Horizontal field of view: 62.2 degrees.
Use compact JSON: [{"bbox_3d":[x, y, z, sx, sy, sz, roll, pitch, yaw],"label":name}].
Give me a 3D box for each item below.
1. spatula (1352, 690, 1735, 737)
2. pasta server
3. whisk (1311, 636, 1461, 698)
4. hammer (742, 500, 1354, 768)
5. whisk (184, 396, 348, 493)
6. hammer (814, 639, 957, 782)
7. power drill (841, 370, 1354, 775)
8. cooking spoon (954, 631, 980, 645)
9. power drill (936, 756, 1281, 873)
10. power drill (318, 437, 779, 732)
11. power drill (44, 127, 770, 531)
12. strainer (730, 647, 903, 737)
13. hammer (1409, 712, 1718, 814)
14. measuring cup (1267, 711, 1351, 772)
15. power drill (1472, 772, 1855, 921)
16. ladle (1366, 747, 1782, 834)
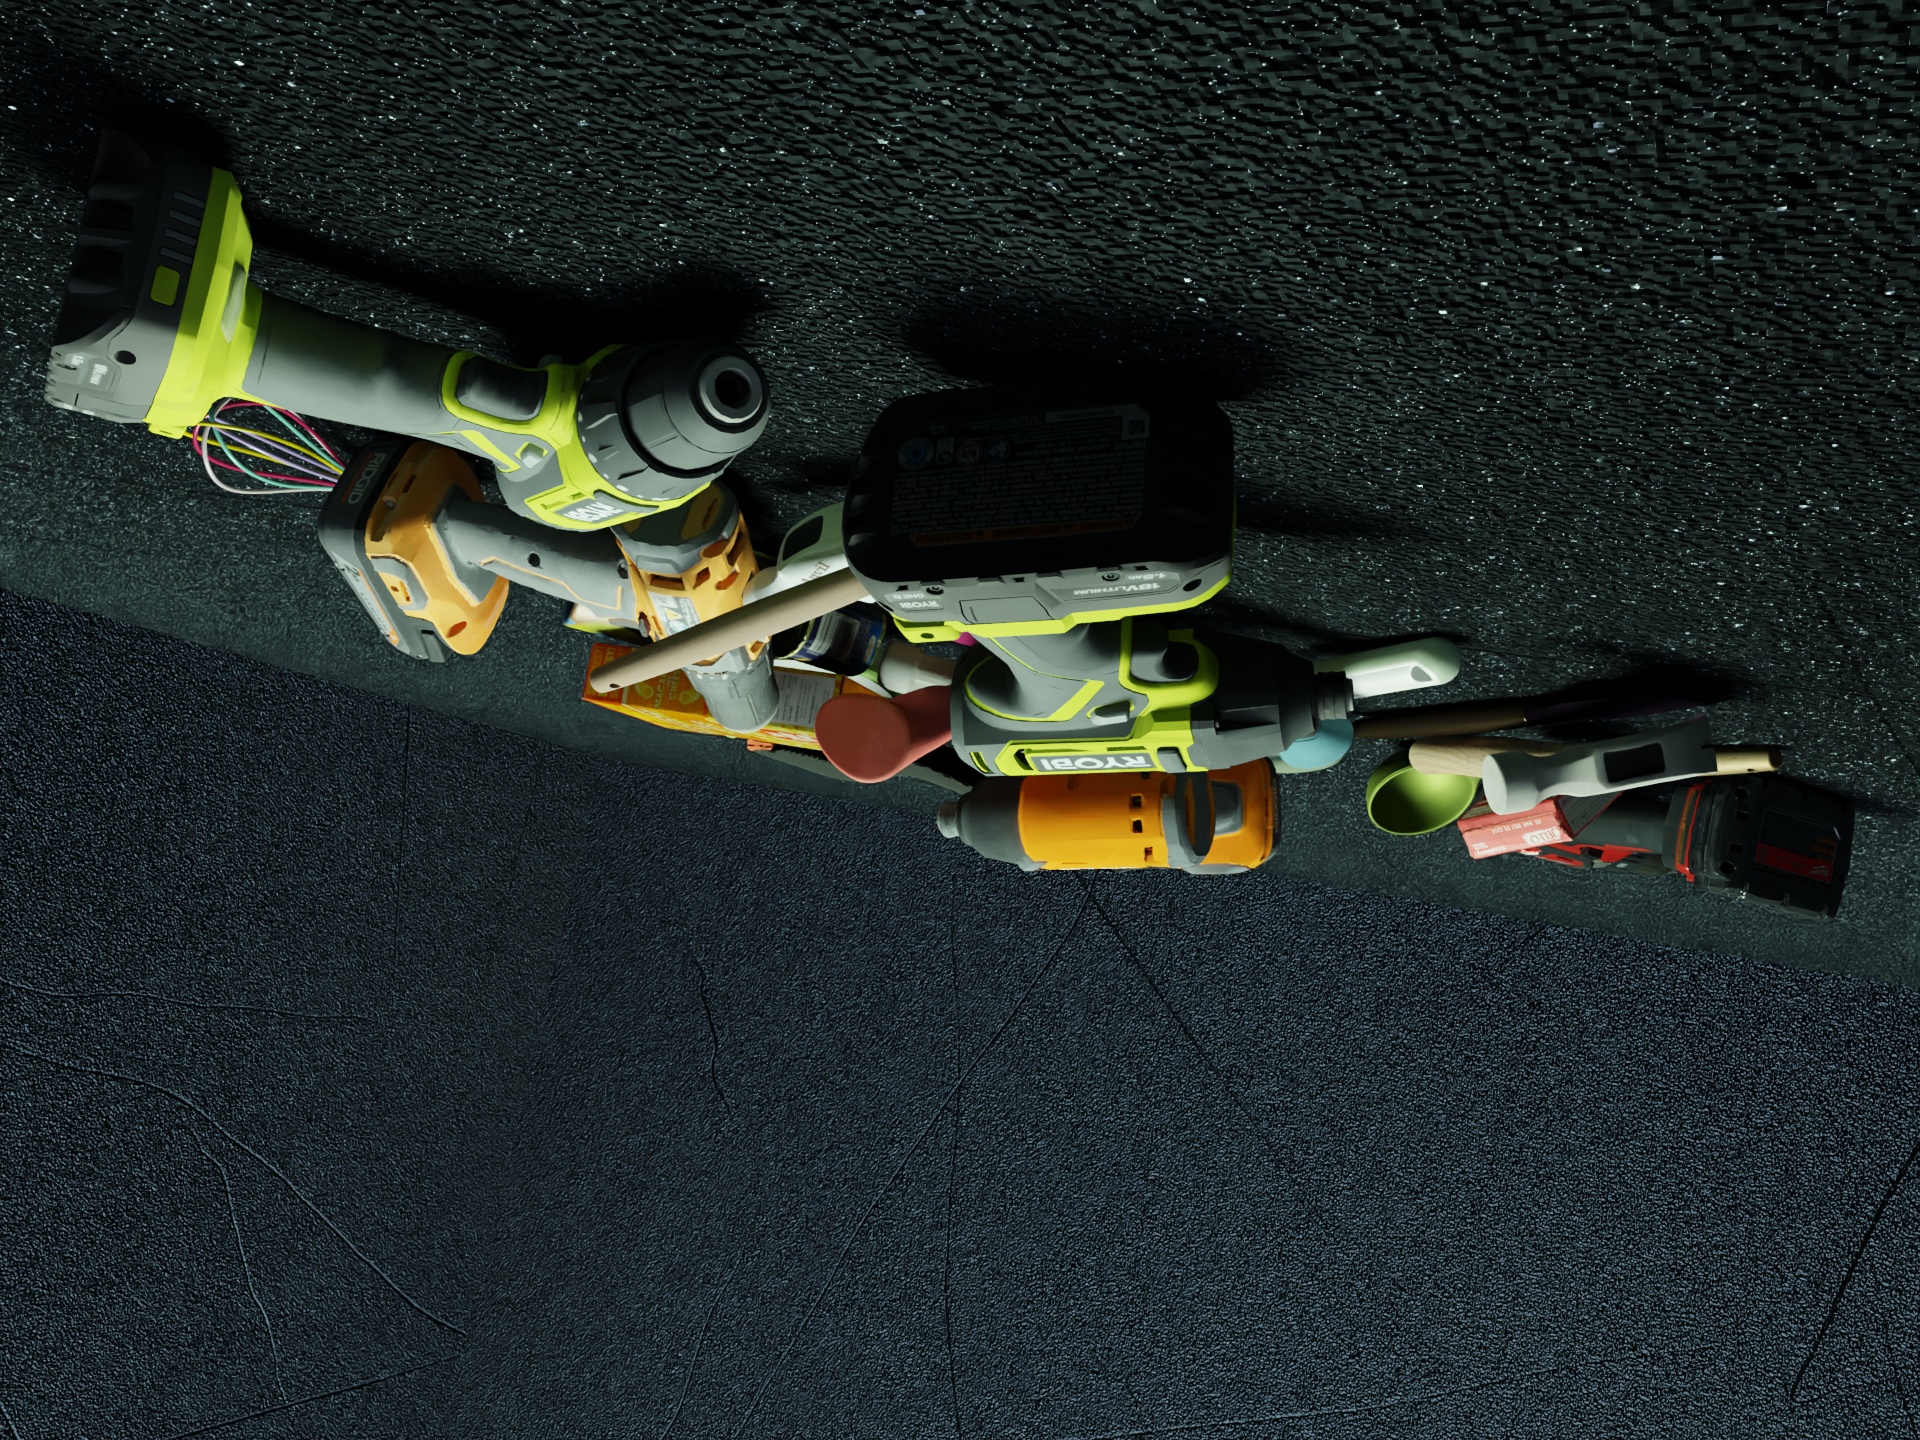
[{"bbox_3d":[0.324,-0.003,0.939,0.059,0.018,0.316,3,176,-19],"label":"spatula"},{"bbox_3d":[-0.056,-0.054,0.724,0.316,0.040,0.060,-17,146,31],"label":"pasta server"},{"bbox_3d":[0.196,-0.020,0.916,0.057,0.059,0.246,43,159,-15],"label":"whisk"},{"bbox_3d":[0.063,-0.036,0.818,0.330,0.033,0.128,19,151,-24],"label":"hammer"},{"bbox_3d":[-0.355,-0.140,0.892,0.047,0.051,0.245,-24,174,5],"label":"whisk"},{"bbox_3d":[-0.001,-0.003,0.839,0.149,0.036,0.359,17,-173,6],"label":"hammer"},{"bbox_3d":[0.059,-0.040,0.622,0.171,0.080,0.223,-2,157,17],"label":"power drill"},{"bbox_3d":[0.090,-0.041,1.019,0.318,0.017,0.069,17,154,-39],"label":"cooking spoon"},{"bbox_3d":[0.097,0.056,0.981,0.164,0.084,0.226,-4,176,26],"label":"power drill"},{"bbox_3d":[-0.208,-0.067,0.871,0.226,0.084,0.185,9,148,13],"label":"power drill"},{"bbox_3d":[-0.193,-0.128,0.576,0.228,0.080,0.191,13,174,-31],"label":"power drill"},{"bbox_3d":[-0.057,-0.038,1.124,0.256,0.069,0.151,2,155,0],"label":"strainer"},{"bbox_3d":[0.326,0.022,0.928,0.130,0.031,0.331,-9,180,1],"label":"hammer"},{"bbox_3d":[0.229,0.025,1.124,0.083,0.038,0.167,-1,163,5],"label":"measuring cup"},{"bbox_3d":[0.500,0.083,1.112,0.187,0.080,0.227,15,175,-24],"label":"power drill"},{"bbox_3d":[0.392,0.043,1.050,0.078,0.062,0.320,21,167,-24],"label":"ladle"}]
